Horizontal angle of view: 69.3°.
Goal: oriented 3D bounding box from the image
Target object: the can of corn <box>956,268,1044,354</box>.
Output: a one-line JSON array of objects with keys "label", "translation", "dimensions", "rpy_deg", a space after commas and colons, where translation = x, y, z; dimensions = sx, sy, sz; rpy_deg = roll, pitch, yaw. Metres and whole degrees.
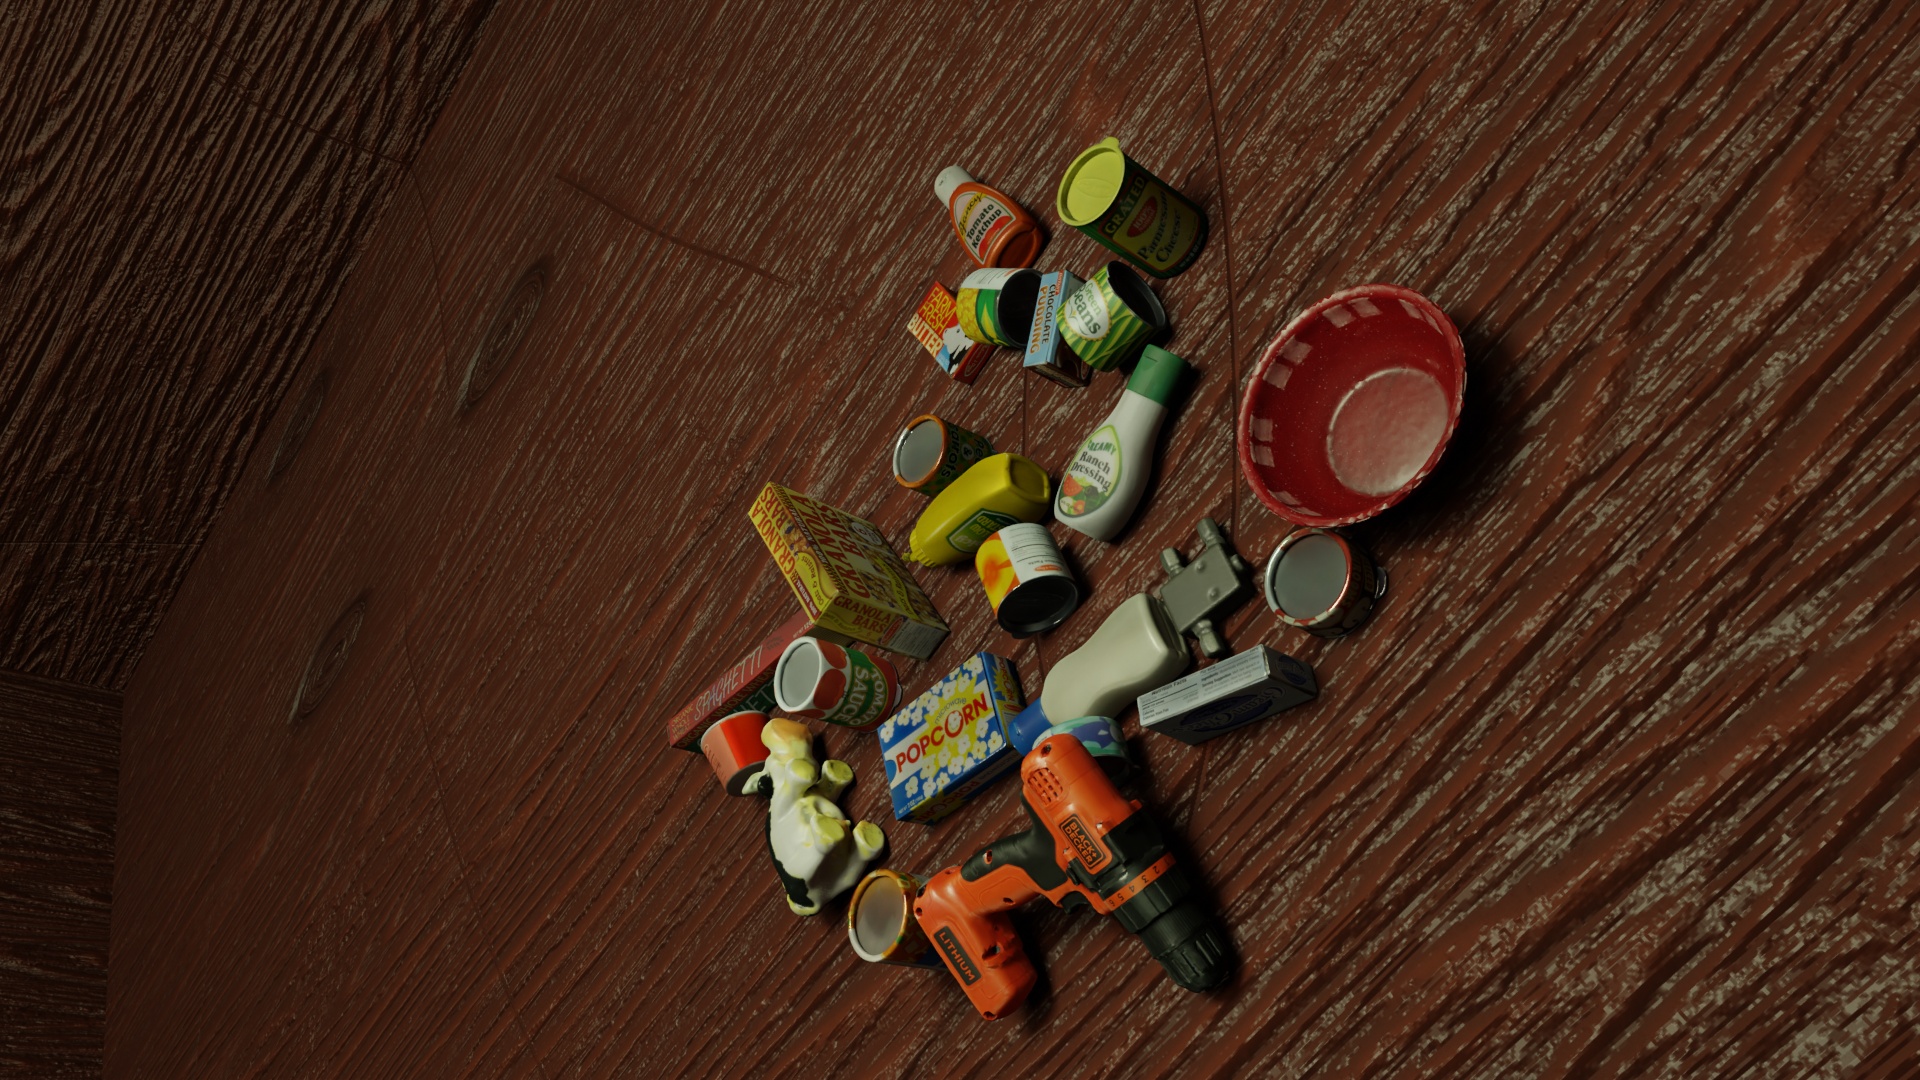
[{"label": "can of corn", "translation": [0.039, -0.194, 1.170], "dimensions": [0.058, 0.071, 0.071], "rpy_deg": [15, 85, 51]}]

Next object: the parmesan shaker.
[{"label": "parmesan shaker", "translation": [0.134, -0.252, 1.059], "dimensions": [0.071, 0.103, 0.071], "rpy_deg": [-23, 58, 41]}]

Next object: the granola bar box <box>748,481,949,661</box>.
[{"label": "granola bar box", "translation": [-0.097, 0.026, 1.174], "dimensions": [0.039, 0.124, 0.166], "rpy_deg": [-54, 41, 15]}]

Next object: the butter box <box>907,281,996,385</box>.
[{"label": "butter box", "translation": [-0.008, -0.187, 1.249], "dimensions": [0.053, 0.024, 0.104], "rpy_deg": [-55, 41, 16]}]

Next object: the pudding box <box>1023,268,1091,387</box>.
[{"label": "pudding box", "translation": [0.084, -0.170, 1.119], "dimensions": [0.030, 0.049, 0.084], "rpy_deg": [-3, 71, 49]}]

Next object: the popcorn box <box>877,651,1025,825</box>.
[{"label": "popcorn box", "translation": [-0.004, 0.155, 1.079], "dimensions": [0.126, 0.038, 0.085], "rpy_deg": [-39, 49, 30]}]

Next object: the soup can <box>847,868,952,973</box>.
[{"label": "soup can", "translation": [-0.029, 0.276, 1.016], "dimensions": [0.071, 0.084, 0.071], "rpy_deg": [-23, 56, 40]}]

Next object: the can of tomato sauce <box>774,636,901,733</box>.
[{"label": "can of tomato sauce", "translation": [-0.104, 0.122, 1.170], "dimensions": [0.071, 0.083, 0.071], "rpy_deg": [-23, 57, 41]}]

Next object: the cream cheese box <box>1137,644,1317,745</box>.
[{"label": "cream cheese box", "translation": [0.170, 0.101, 0.895], "dimensions": [0.103, 0.053, 0.024], "rpy_deg": [-30, 51, 37]}]

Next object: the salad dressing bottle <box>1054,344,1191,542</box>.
[{"label": "salad dressing bottle", "translation": [0.123, -0.073, 1.036], "dimensions": [0.064, 0.044, 0.147], "rpy_deg": [32, 98, 49]}]

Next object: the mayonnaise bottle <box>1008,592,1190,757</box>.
[{"label": "mayonnaise bottle", "translation": [0.095, 0.103, 0.990], "dimensions": [0.147, 0.041, 0.065], "rpy_deg": [-43, 44, 28]}]

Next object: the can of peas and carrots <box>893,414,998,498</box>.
[{"label": "can of peas and carrots", "translation": [-0.013, -0.068, 1.174], "dimensions": [0.070, 0.059, 0.071], "rpy_deg": [-22, 58, 41]}]

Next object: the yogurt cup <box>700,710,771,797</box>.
[{"label": "yogurt cup", "translation": [-0.195, 0.195, 1.256], "dimensions": [0.072, 0.072, 0.054], "rpy_deg": [-47, 52, 24]}]

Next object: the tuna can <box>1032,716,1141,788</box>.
[{"label": "tuna can", "translation": [0.087, 0.151, 0.959], "dimensions": [0.071, 0.071, 0.033], "rpy_deg": [-39, 47, 31]}]

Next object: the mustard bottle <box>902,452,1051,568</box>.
[{"label": "mustard bottle", "translation": [0.004, -0.014, 1.131], "dimensions": [0.159, 0.065, 0.049], "rpy_deg": [-35, 44, 41]}]

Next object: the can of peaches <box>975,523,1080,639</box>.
[{"label": "can of peaches", "translation": [0.049, 0.030, 1.054], "dimensions": [0.071, 0.071, 0.058], "rpy_deg": [-46, 45, 25]}]

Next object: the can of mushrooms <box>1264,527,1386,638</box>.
[{"label": "can of mushrooms", "translation": [0.230, 0.026, 0.879], "dimensions": [0.071, 0.033, 0.071], "rpy_deg": [-24, 56, 40]}]

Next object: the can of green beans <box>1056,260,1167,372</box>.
[{"label": "can of green beans", "translation": [0.116, -0.172, 1.071], "dimensions": [0.057, 0.071, 0.071], "rpy_deg": [-39, 48, 31]}]

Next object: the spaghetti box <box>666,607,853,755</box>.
[{"label": "spaghetti box", "translation": [-0.182, 0.127, 1.281], "dimensions": [0.249, 0.050, 0.029], "rpy_deg": [-39, 46, 30]}]

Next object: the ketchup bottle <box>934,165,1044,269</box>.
[{"label": "ketchup bottle", "translation": [0.021, -0.291, 1.251], "dimensions": [0.064, 0.043, 0.149], "rpy_deg": [-52, 41, 18]}]
